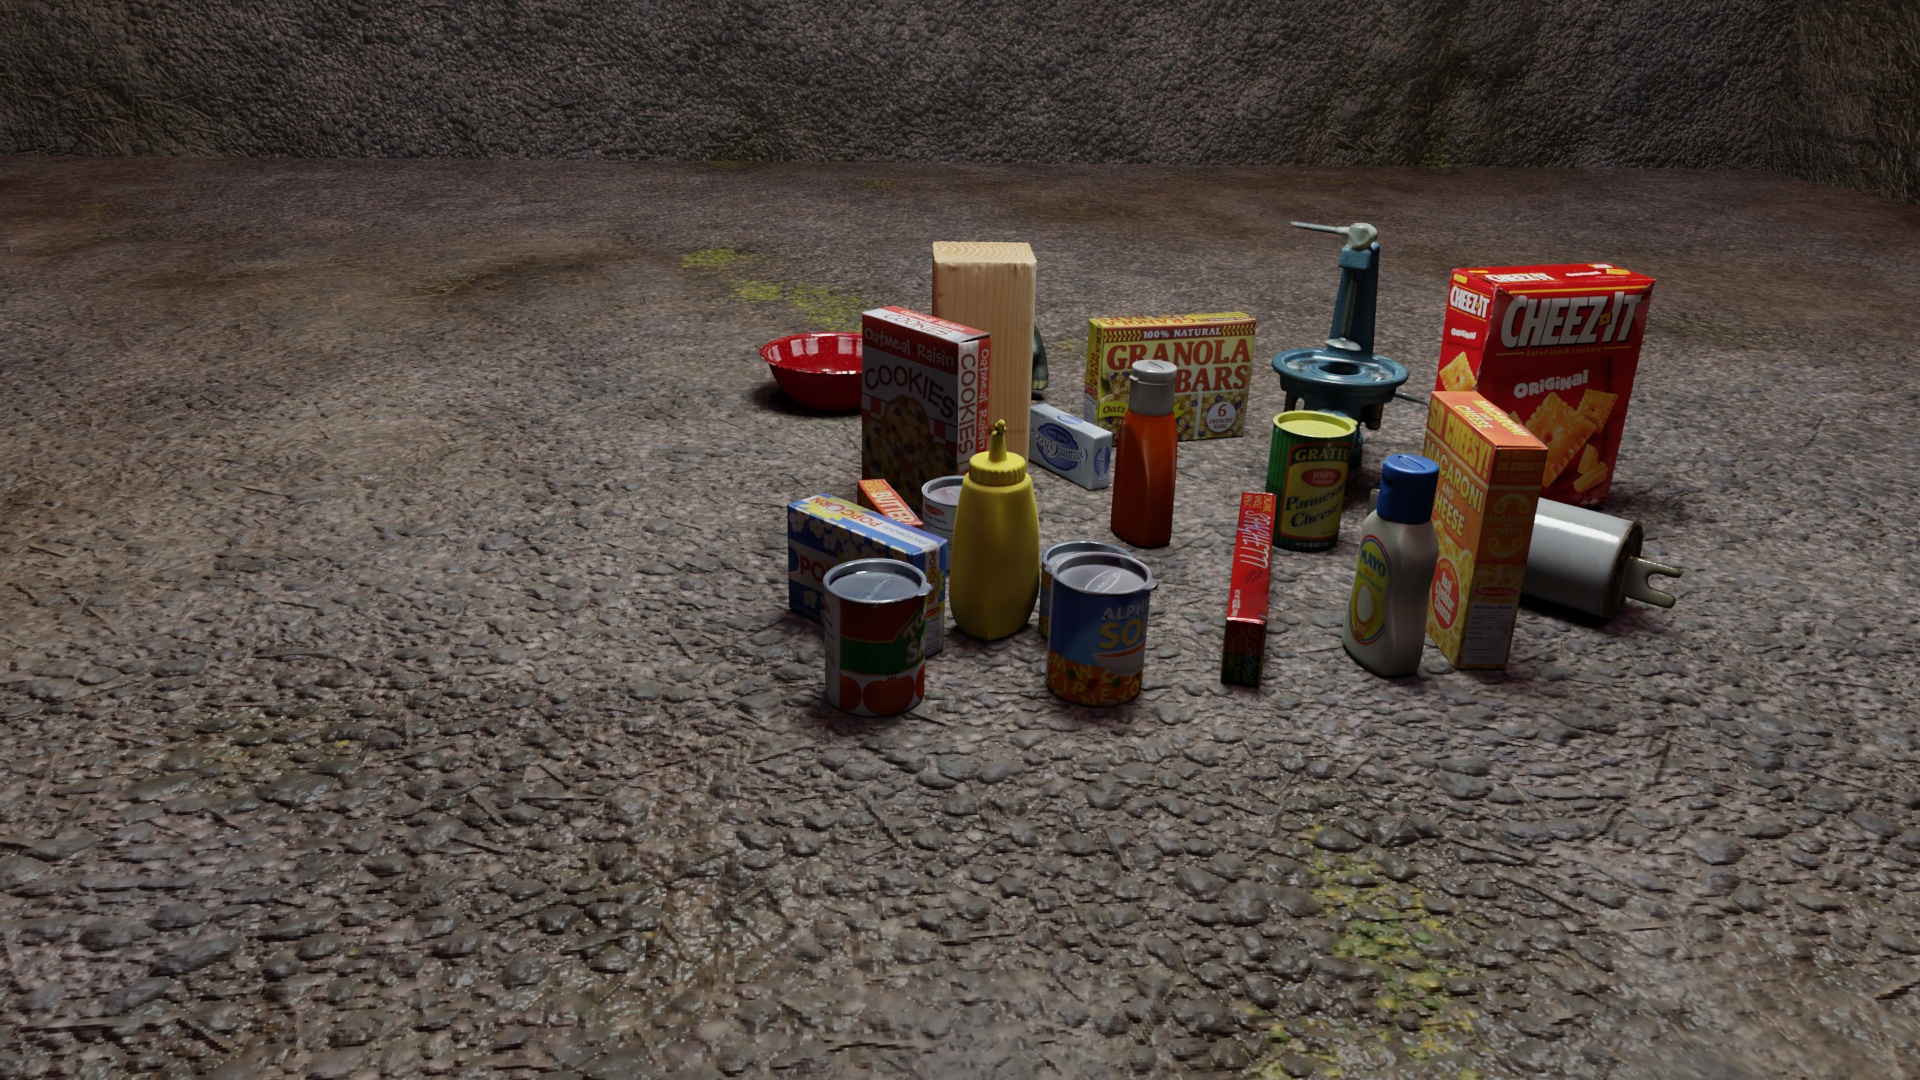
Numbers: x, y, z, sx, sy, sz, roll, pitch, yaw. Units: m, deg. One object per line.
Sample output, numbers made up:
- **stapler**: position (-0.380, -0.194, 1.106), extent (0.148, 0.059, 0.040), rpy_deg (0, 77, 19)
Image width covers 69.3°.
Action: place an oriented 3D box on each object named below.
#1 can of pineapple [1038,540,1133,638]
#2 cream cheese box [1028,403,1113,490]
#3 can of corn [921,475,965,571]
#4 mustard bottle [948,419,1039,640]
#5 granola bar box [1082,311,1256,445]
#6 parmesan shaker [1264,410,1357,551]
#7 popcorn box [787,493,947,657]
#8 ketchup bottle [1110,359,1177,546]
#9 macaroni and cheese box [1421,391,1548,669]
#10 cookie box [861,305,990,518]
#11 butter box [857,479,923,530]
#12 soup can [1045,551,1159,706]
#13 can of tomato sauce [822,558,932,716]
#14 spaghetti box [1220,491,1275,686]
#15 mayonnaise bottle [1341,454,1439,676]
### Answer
- **can of pineapple**: position (0.088, 0.039, 0.997), extent (0.071, 0.057, 0.071), rpy_deg (2, 23, -1)
- **cream cheese box**: position (0.100, -0.088, 1.298), extent (0.024, 0.053, 0.104), rpy_deg (-14, 28, -32)
- **can of corn**: position (0.004, -0.014, 1.113), extent (0.071, 0.058, 0.071), rpy_deg (2, 23, -1)
- **mustard bottle**: position (0.025, -0.011, 0.980), extent (0.049, 0.159, 0.065), rpy_deg (20, 29, 37)
- **granola bar box**: position (0.208, -0.161, 1.387), extent (0.166, 0.123, 0.039), rpy_deg (-5, 24, -16)
- **parmesan shaker**: position (0.292, -0.050, 1.160), extent (0.071, 0.102, 0.071), rpy_deg (1, 23, -1)
- **popcorn box**: position (-0.067, 0.025, 0.984), extent (0.127, 0.085, 0.038), rpy_deg (21, 30, 37)
- **ketchup bottle**: position (0.154, -0.073, 1.147), extent (0.043, 0.148, 0.065), rpy_deg (-7, 25, -21)
- **macaroni and cheese box**: position (0.363, -0.010, 0.993), extent (0.040, 0.165, 0.124), rpy_deg (1, 23, -3)
- **cookie box**: position (-0.031, -0.106, 1.187), extent (0.040, 0.166, 0.123), rpy_deg (-19, 31, -40)
- **butter box**: position (-0.057, -0.008, 1.101), extent (0.024, 0.053, 0.104), rpy_deg (-7, 25, -19)
- **soup can**: position (0.093, 0.059, 0.918), extent (0.071, 0.083, 0.071), rpy_deg (1, 23, -1)
- **can of tomato sauce**: position (-0.053, 0.063, 0.900), extent (0.071, 0.082, 0.071), rpy_deg (1, 23, -1)
- **spaghetti box**: position (0.217, 0.029, 1.040), extent (0.029, 0.050, 0.251), rpy_deg (7, 24, 11)
- **mayonnaise bottle**: position (0.298, 0.016, 0.953), extent (0.041, 0.147, 0.065), rpy_deg (-5, 24, -16)
